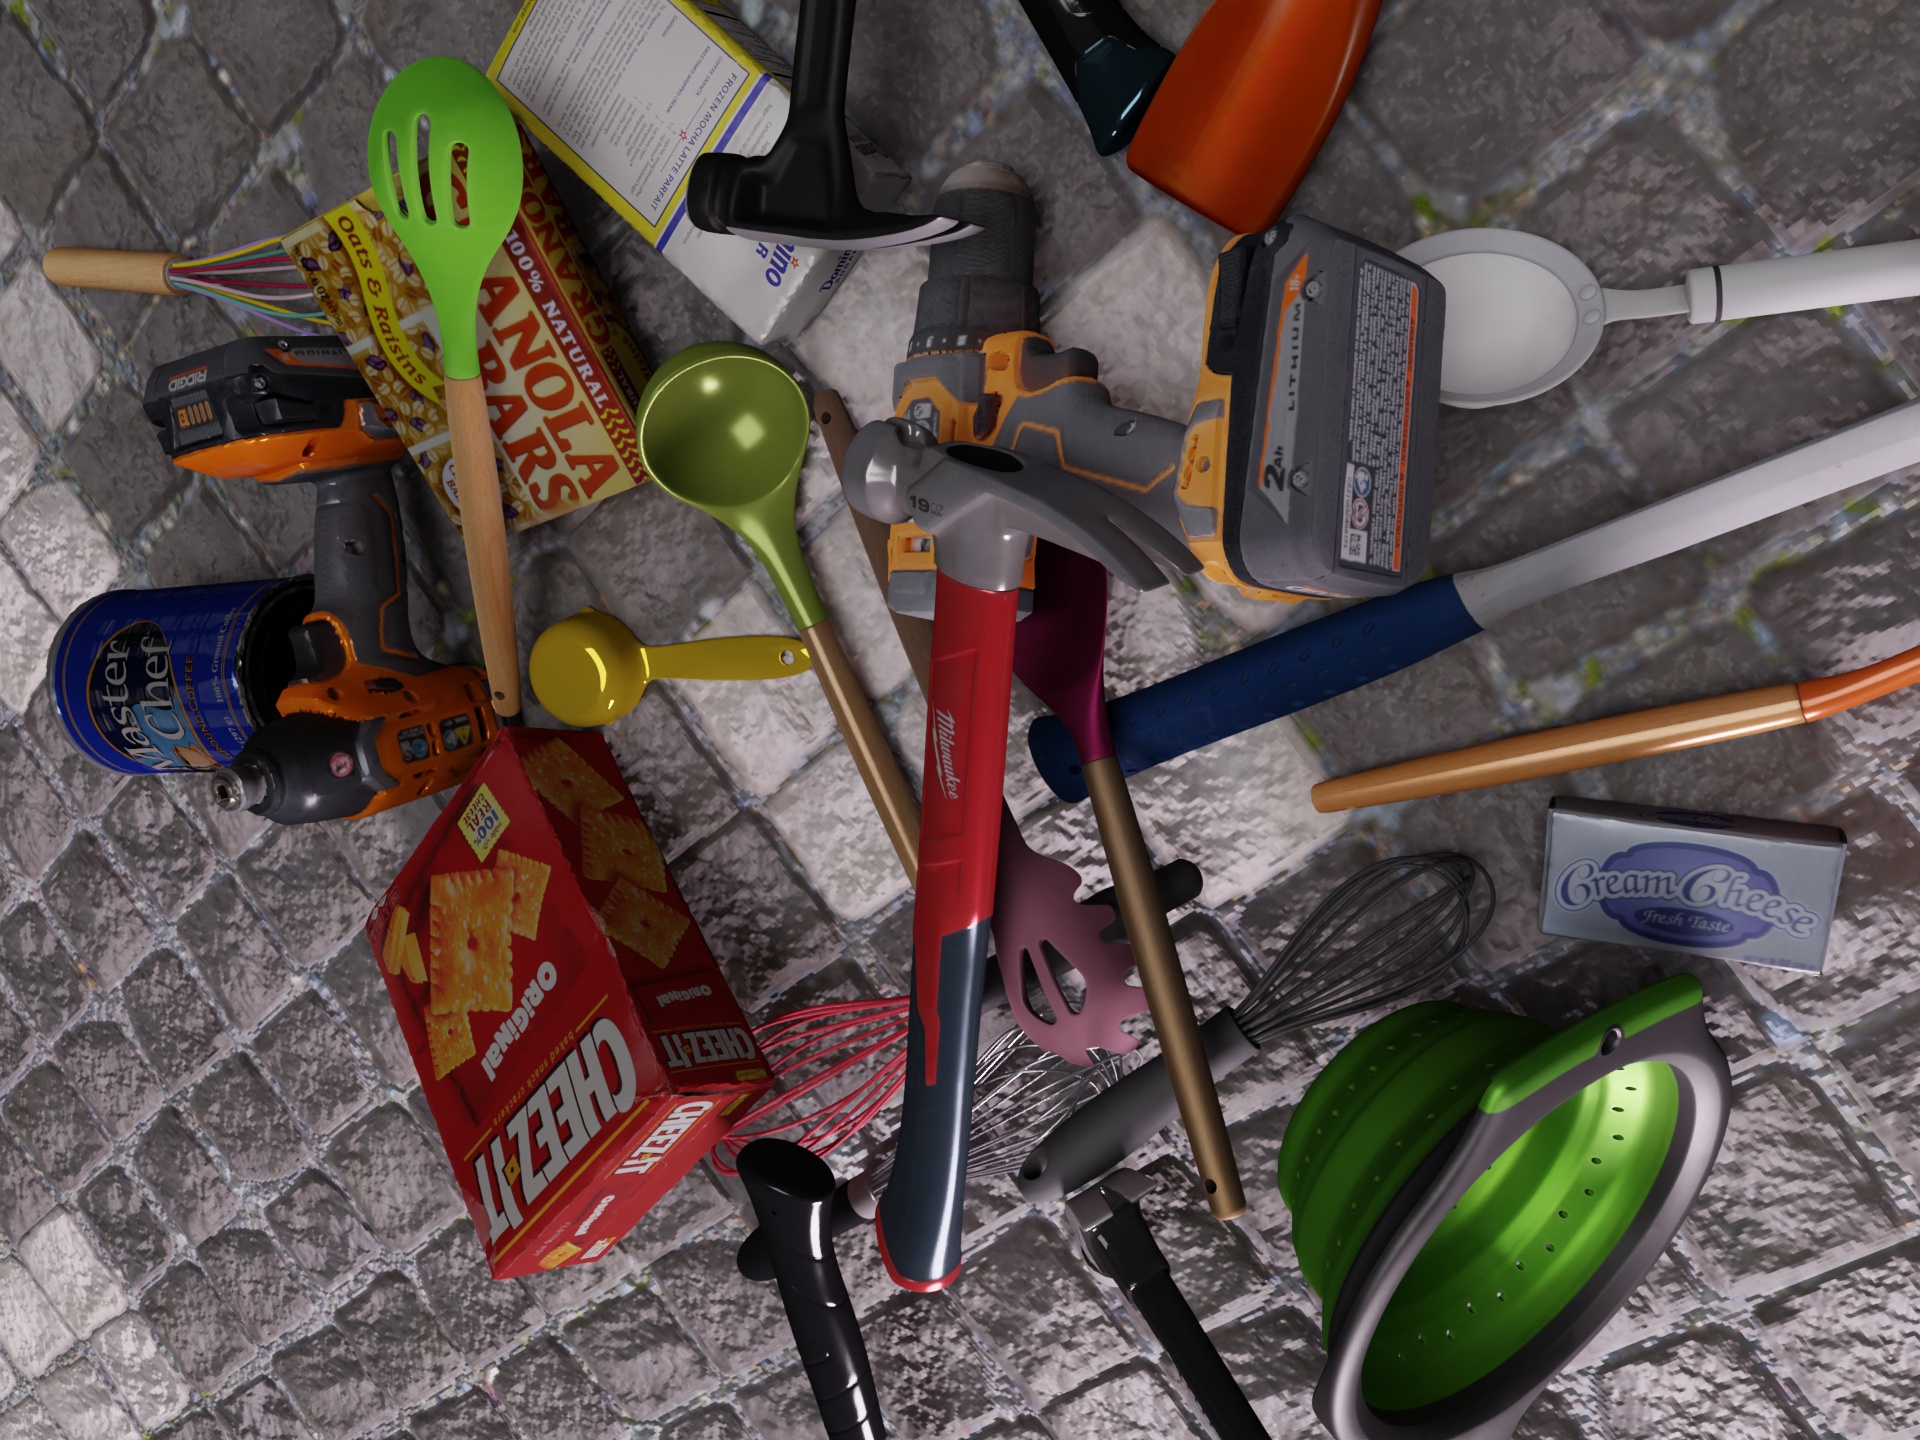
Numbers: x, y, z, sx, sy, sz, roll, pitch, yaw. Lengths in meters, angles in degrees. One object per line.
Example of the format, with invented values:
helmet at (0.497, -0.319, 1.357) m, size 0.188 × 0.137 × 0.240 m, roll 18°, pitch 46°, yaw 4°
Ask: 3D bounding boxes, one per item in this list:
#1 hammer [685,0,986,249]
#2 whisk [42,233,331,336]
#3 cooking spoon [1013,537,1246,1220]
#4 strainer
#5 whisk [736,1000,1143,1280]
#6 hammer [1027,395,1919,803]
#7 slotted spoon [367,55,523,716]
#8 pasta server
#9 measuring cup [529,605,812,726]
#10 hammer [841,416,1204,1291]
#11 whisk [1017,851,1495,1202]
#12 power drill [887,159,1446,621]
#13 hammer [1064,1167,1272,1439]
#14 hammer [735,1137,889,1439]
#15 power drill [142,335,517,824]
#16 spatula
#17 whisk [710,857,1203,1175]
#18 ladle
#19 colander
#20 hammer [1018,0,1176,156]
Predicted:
hammer at (-0.033, -0.347, 0.584) m, size 0.127 × 0.034 × 0.336 m, roll 15°, pitch 106°, yaw 29°
whisk at (-0.388, -0.232, 0.818) m, size 0.245 × 0.047 × 0.051 m, roll 11°, pitch 82°, yaw 26°
cooking spoon at (0.063, 0.041, 0.645) m, size 0.069 × 0.017 × 0.319 m, roll -24°, pitch 75°, yaw 39°
strainer at (0.252, -0.146, 0.559) m, size 0.258 × 0.050 × 0.087 m, roll -3°, pitch 59°, yaw 19°
whisk at (-0.021, 0.218, 0.777) m, size 0.284 × 0.070 × 0.070 m, roll -39°, pitch 87°, yaw 33°
hammer at (0.203, -0.044, 0.595) m, size 0.405 × 0.035 × 0.144 m, roll -23°, pitch 120°, yaw 32°
slotted spoon at (-0.221, -0.133, 0.721) m, size 0.070 × 0.031 × 0.313 m, roll 11°, pitch 125°, yaw 10°
pasta server at (-0.001, -0.002, 0.685) m, size 0.060 × 0.040 × 0.316 m, roll -27°, pitch 76°, yaw 19°
measuring cup at (-0.144, -0.026, 0.773) m, size 0.156 × 0.029 × 0.062 m, roll -2°, pitch 103°, yaw 25°
hammer at (0.007, 0.086, 0.624) m, size 0.143 × 0.038 × 0.386 m, roll 28°, pitch 126°, yaw 38°
whisk at (0.118, 0.132, 0.661) m, size 0.239 × 0.055 × 0.055 m, roll -39°, pitch 87°, yaw 12°
power drill at (0.060, -0.128, 0.589) m, size 0.226 × 0.084 × 0.185 m, roll 4°, pitch 90°, yaw 47°
hammer at (0.139, 0.324, 0.622) m, size 0.035 × 0.146 × 0.335 m, roll -29°, pitch 59°, yaw -9°
hammer at (-0.048, 0.377, 0.798) m, size 0.149 × 0.036 × 0.408 m, roll 0°, pitch 116°, yaw 27°
power drill at (-0.307, -0.064, 0.762) m, size 0.084 × 0.164 × 0.226 m, roll -7°, pitch 99°, yaw 27°
spatula at (0.284, 0.007, 0.584) m, size 0.322 × 0.081 × 0.041 m, roll -14°, pitch 70°, yaw 31°
whisk at (-0.014, 0.136, 0.731) m, size 0.296 × 0.073 × 0.073 m, roll -32°, pitch 90°, yaw 24°
ladle at (-0.056, -0.019, 0.724) m, size 0.078 × 0.062 × 0.320 m, roll -24°, pitch 98°, yaw -1°
colander at (0.193, 0.247, 0.664) m, size 0.095 × 0.204 × 0.396 m, roll 41°, pitch 141°, yaw 46°
hammer at (-0.011, -0.374, 0.616) m, size 0.128 × 0.033 × 0.331 m, roll -30°, pitch 91°, yaw 27°
